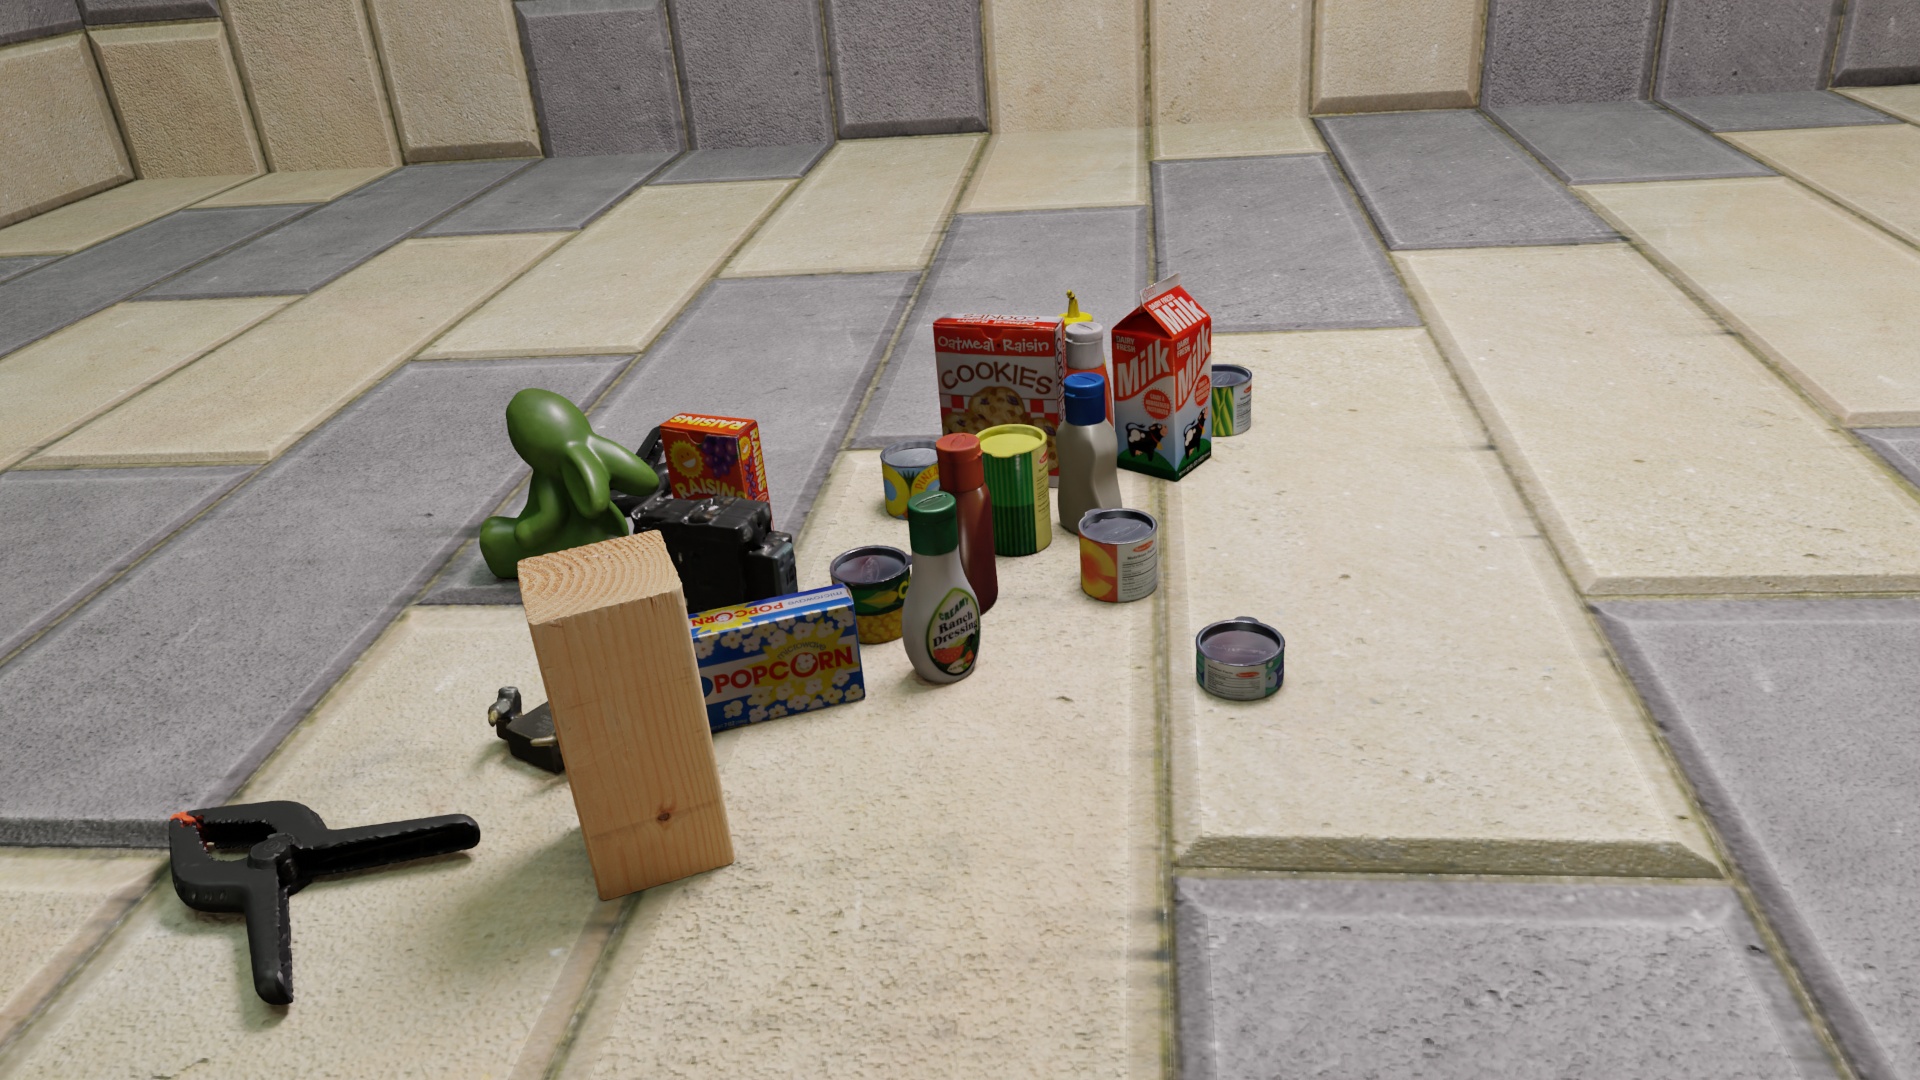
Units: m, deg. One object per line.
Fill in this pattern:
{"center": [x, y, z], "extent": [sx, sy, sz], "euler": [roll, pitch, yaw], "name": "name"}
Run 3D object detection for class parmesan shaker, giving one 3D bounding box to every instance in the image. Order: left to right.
{"center": [0.046, -0.044, 1.249], "extent": [0.071, 0.102, 0.071], "euler": [-4, 27, 2], "name": "parmesan shaker"}

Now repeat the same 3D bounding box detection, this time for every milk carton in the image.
{"center": [0.198, -0.162, 1.361], "extent": [0.073, 0.189, 0.073], "euler": [16, 34, 36], "name": "milk carton"}

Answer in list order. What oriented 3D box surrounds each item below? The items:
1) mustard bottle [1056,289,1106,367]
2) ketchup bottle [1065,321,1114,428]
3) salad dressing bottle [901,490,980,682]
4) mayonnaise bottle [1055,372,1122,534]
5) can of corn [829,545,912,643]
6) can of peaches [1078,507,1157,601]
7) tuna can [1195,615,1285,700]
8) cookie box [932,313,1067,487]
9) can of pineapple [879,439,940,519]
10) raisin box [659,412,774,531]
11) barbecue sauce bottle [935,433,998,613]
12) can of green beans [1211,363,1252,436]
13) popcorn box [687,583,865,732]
{"center": [0.122, -0.187, 1.454], "extent": [0.065, 0.159, 0.049], "euler": [4, 28, 17], "name": "mustard bottle"}
{"center": [0.124, -0.140, 1.376], "extent": [0.044, 0.148, 0.065], "euler": [-18, 30, -24], "name": "ketchup bottle"}
{"center": [-0.017, 0.036, 1.056], "extent": [0.064, 0.147, 0.044], "euler": [-23, 32, -32], "name": "salad dressing bottle"}
{"center": [0.115, -0.077, 1.253], "extent": [0.041, 0.147, 0.065], "euler": [-25, 33, -34], "name": "mayonnaise bottle"}
{"center": [-0.069, 0.044, 1.146], "extent": [0.071, 0.058, 0.071], "euler": [-4, 27, 2], "name": "can of corn"}
{"center": [0.133, 0.011, 1.177], "extent": [0.071, 0.057, 0.071], "euler": [-4, 27, 2], "name": "can of peaches"}
{"center": [0.210, 0.088, 1.043], "extent": [0.071, 0.032, 0.071], "euler": [-4, 27, 2], "name": "tuna can"}
{"center": [0.042, -0.137, 1.362], "extent": [0.123, 0.166, 0.040], "euler": [5, 28, 18], "name": "cookie box"}
{"center": [-0.041, -0.058, 1.342], "extent": [0.071, 0.057, 0.071], "euler": [-4, 27, 2], "name": "can of pineapple"}
{"center": [-0.225, -0.053, 1.290], "extent": [0.086, 0.122, 0.040], "euler": [8, 29, 24], "name": "raisin box"}
{"center": [0.004, -0.014, 1.149], "extent": [0.043, 0.147, 0.065], "euler": [4, 28, 17], "name": "barbecue sauce bottle"}
{"center": [0.274, -0.148, 1.467], "extent": [0.071, 0.057, 0.071], "euler": [-4, 27, 2], "name": "can of green beans"}
{"center": [-0.139, 0.088, 1.042], "extent": [0.127, 0.084, 0.038], "euler": [-11, 27, -13], "name": "popcorn box"}
